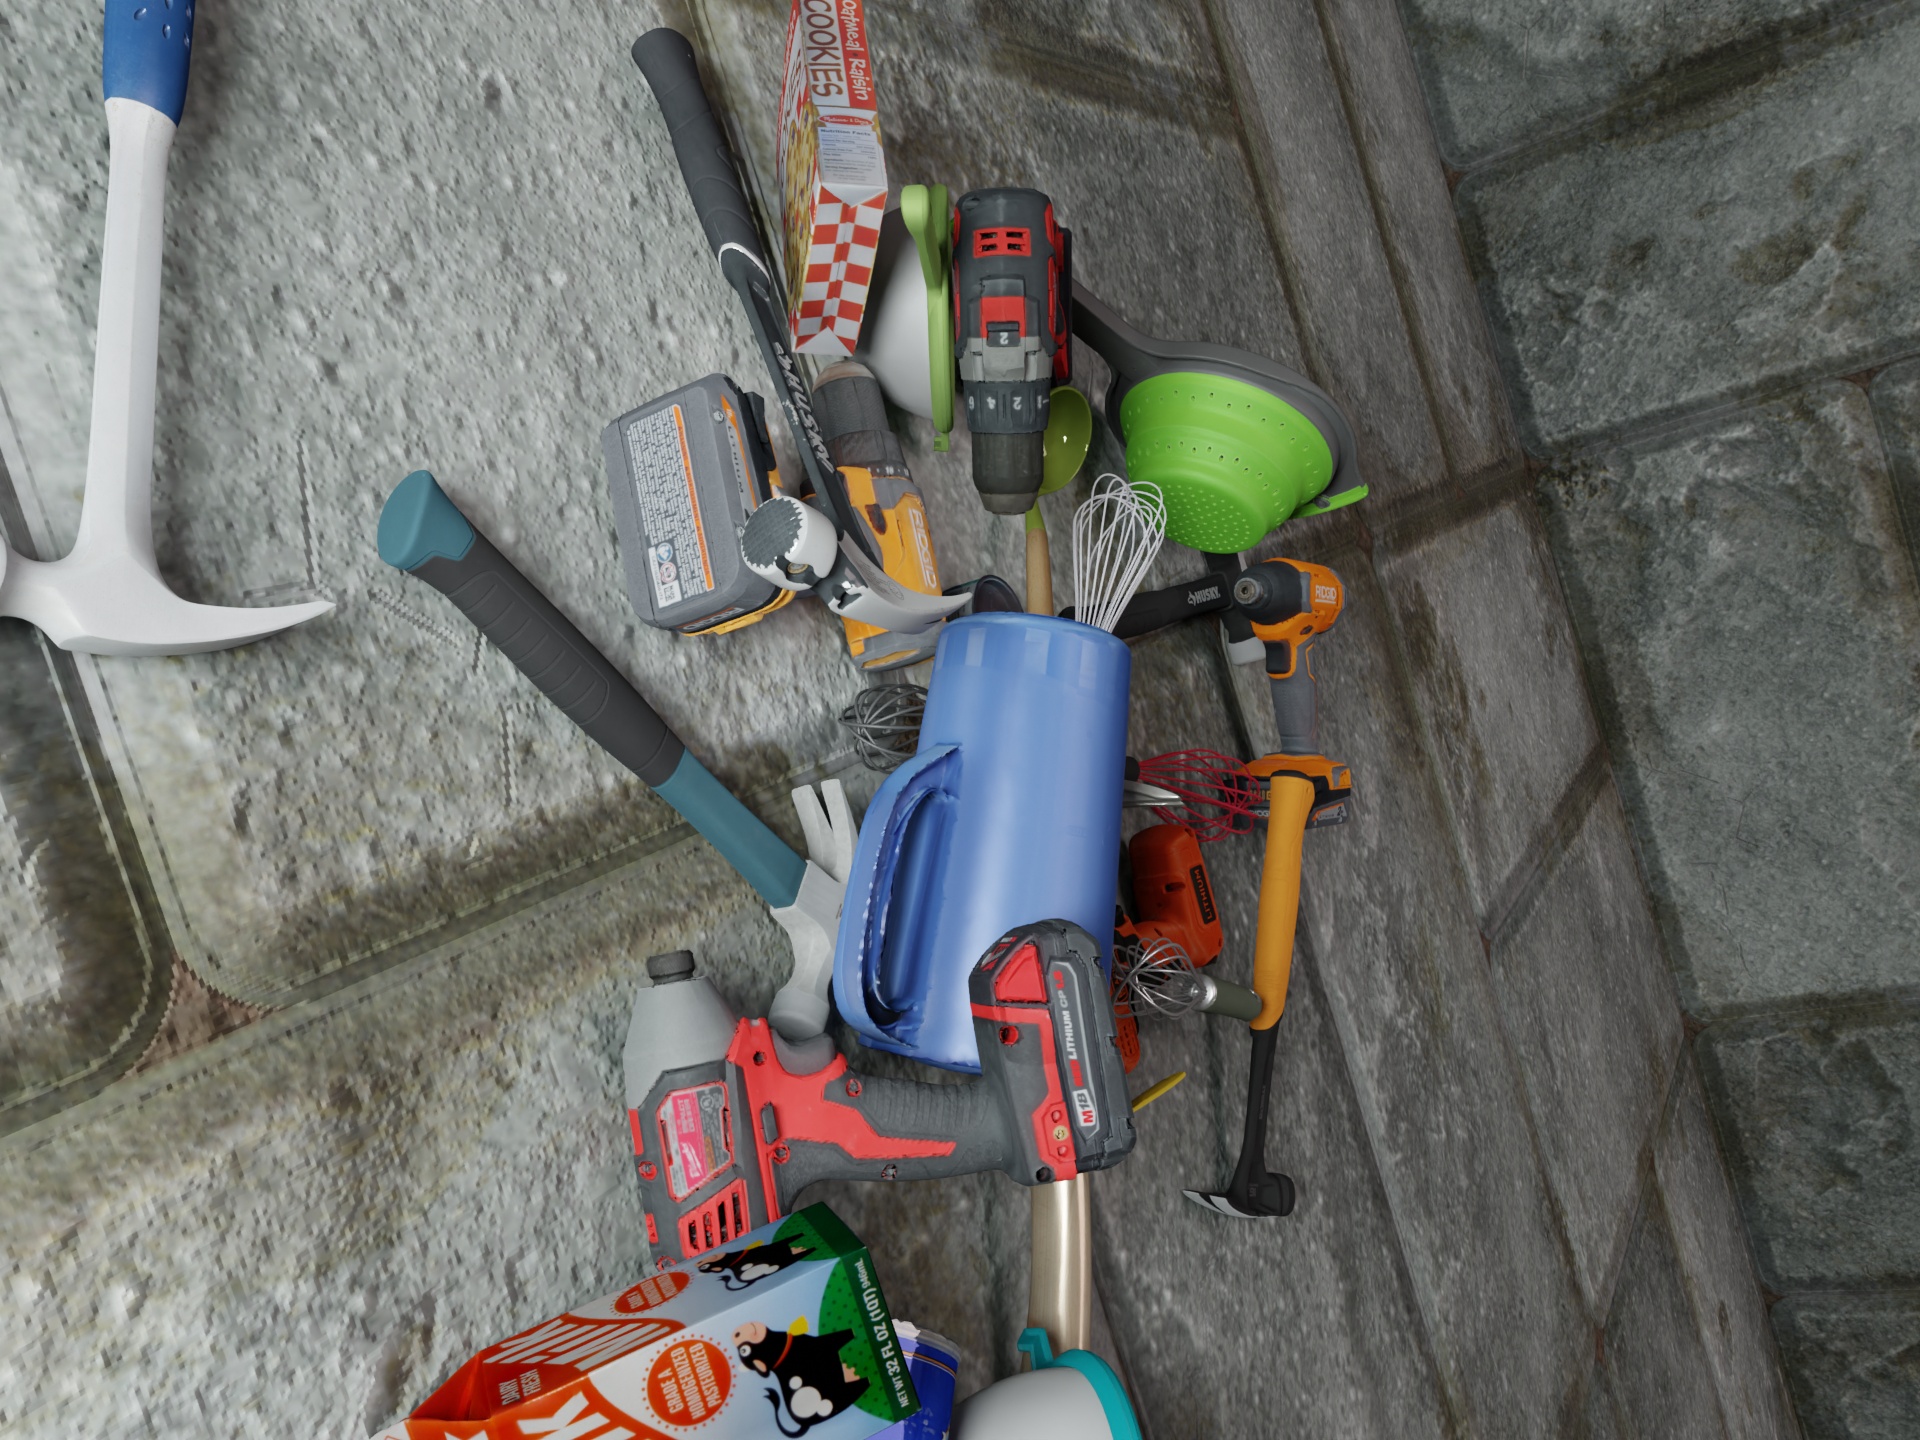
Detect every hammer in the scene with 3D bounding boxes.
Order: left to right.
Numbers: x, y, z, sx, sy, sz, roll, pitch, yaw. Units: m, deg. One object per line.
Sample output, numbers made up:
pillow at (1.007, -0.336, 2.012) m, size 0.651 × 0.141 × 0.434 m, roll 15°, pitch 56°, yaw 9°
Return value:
hammer at (-0.307, -0.217, 0.606) m, size 0.144 × 0.035 × 0.406 m, roll 17°, pitch 64°, yaw -53°
hammer at (-0.149, 0.013, 0.758) m, size 0.330 × 0.033 × 0.128 m, roll 50°, pitch 41°, yaw -34°
hammer at (-0.100, -0.212, 0.805) m, size 0.149 × 0.036 × 0.409 m, roll 26°, pitch 37°, yaw -54°
hammer at (0.064, 0.236, 0.917) m, size 0.038 × 0.146 × 0.411 m, roll 39°, pitch 48°, yaw -71°
hammer at (0.164, -0.098, 1.288) m, size 0.334 × 0.035 × 0.146 m, roll -19°, pitch 94°, yaw -58°
hammer at (0.230, 0.201, 1.200) m, size 0.127 × 0.034 × 0.337 m, roll 24°, pitch 70°, yaw -51°

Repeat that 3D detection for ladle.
ladle at (0.064, -0.109, 1.068) m, size 0.078 × 0.062 × 0.320 m, roll 62°, pitch 21°, yaw -46°

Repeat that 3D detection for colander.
colander at (0.137, -0.237, 1.216) m, size 0.396 × 0.204 × 0.094 m, roll 33°, pitch 68°, yaw -24°

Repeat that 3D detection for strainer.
strainer at (-0.041, -0.257, 0.938) m, size 0.256 × 0.069 × 0.151 m, roll 49°, pitch 40°, yaw -86°
strainer at (0.028, 0.399, 0.684) m, size 0.095 × 0.340 × 0.211 m, roll 9°, pitch 82°, yaw -11°

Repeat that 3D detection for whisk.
whisk at (-0.001, -0.004, 0.985) m, size 0.239 × 0.055 × 0.055 m, roll -12°, pitch 87°, yaw -62°
whisk at (0.090, -0.062, 1.097) m, size 0.070 × 0.070 × 0.285 m, roll 47°, pitch 45°, yaw -37°
whisk at (0.133, 0.041, 1.161) m, size 0.295 × 0.073 × 0.073 m, roll 16°, pitch 64°, yaw -47°
whisk at (0.154, 0.180, 1.052) m, size 0.058 × 0.059 × 0.246 m, roll 41°, pitch 7°, yaw 30°

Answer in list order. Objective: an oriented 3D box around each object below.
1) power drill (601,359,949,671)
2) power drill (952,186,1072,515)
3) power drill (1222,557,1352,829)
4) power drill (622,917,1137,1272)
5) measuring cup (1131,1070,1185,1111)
power drill at (-0.091, -0.125, 0.867) m, size 0.226 × 0.084 × 0.185 m, roll 4°, pitch 71°, yaw -61°
power drill at (0.032, -0.238, 1.014) m, size 0.227 × 0.080 × 0.187 m, roll -77°, pitch 166°, yaw -73°
power drill at (0.272, -0.024, 1.342) m, size 0.164 × 0.084 × 0.226 m, roll 0°, pitch 90°, yaw -57°
power drill at (-0.042, 0.161, 0.728) m, size 0.078 × 0.219 × 0.143 m, roll 143°, pitch -63°, yaw -76°
measuring cup at (0.101, 0.239, 1.023) m, size 0.156 × 0.062 × 0.029 m, roll -11°, pitch 75°, yaw -54°
